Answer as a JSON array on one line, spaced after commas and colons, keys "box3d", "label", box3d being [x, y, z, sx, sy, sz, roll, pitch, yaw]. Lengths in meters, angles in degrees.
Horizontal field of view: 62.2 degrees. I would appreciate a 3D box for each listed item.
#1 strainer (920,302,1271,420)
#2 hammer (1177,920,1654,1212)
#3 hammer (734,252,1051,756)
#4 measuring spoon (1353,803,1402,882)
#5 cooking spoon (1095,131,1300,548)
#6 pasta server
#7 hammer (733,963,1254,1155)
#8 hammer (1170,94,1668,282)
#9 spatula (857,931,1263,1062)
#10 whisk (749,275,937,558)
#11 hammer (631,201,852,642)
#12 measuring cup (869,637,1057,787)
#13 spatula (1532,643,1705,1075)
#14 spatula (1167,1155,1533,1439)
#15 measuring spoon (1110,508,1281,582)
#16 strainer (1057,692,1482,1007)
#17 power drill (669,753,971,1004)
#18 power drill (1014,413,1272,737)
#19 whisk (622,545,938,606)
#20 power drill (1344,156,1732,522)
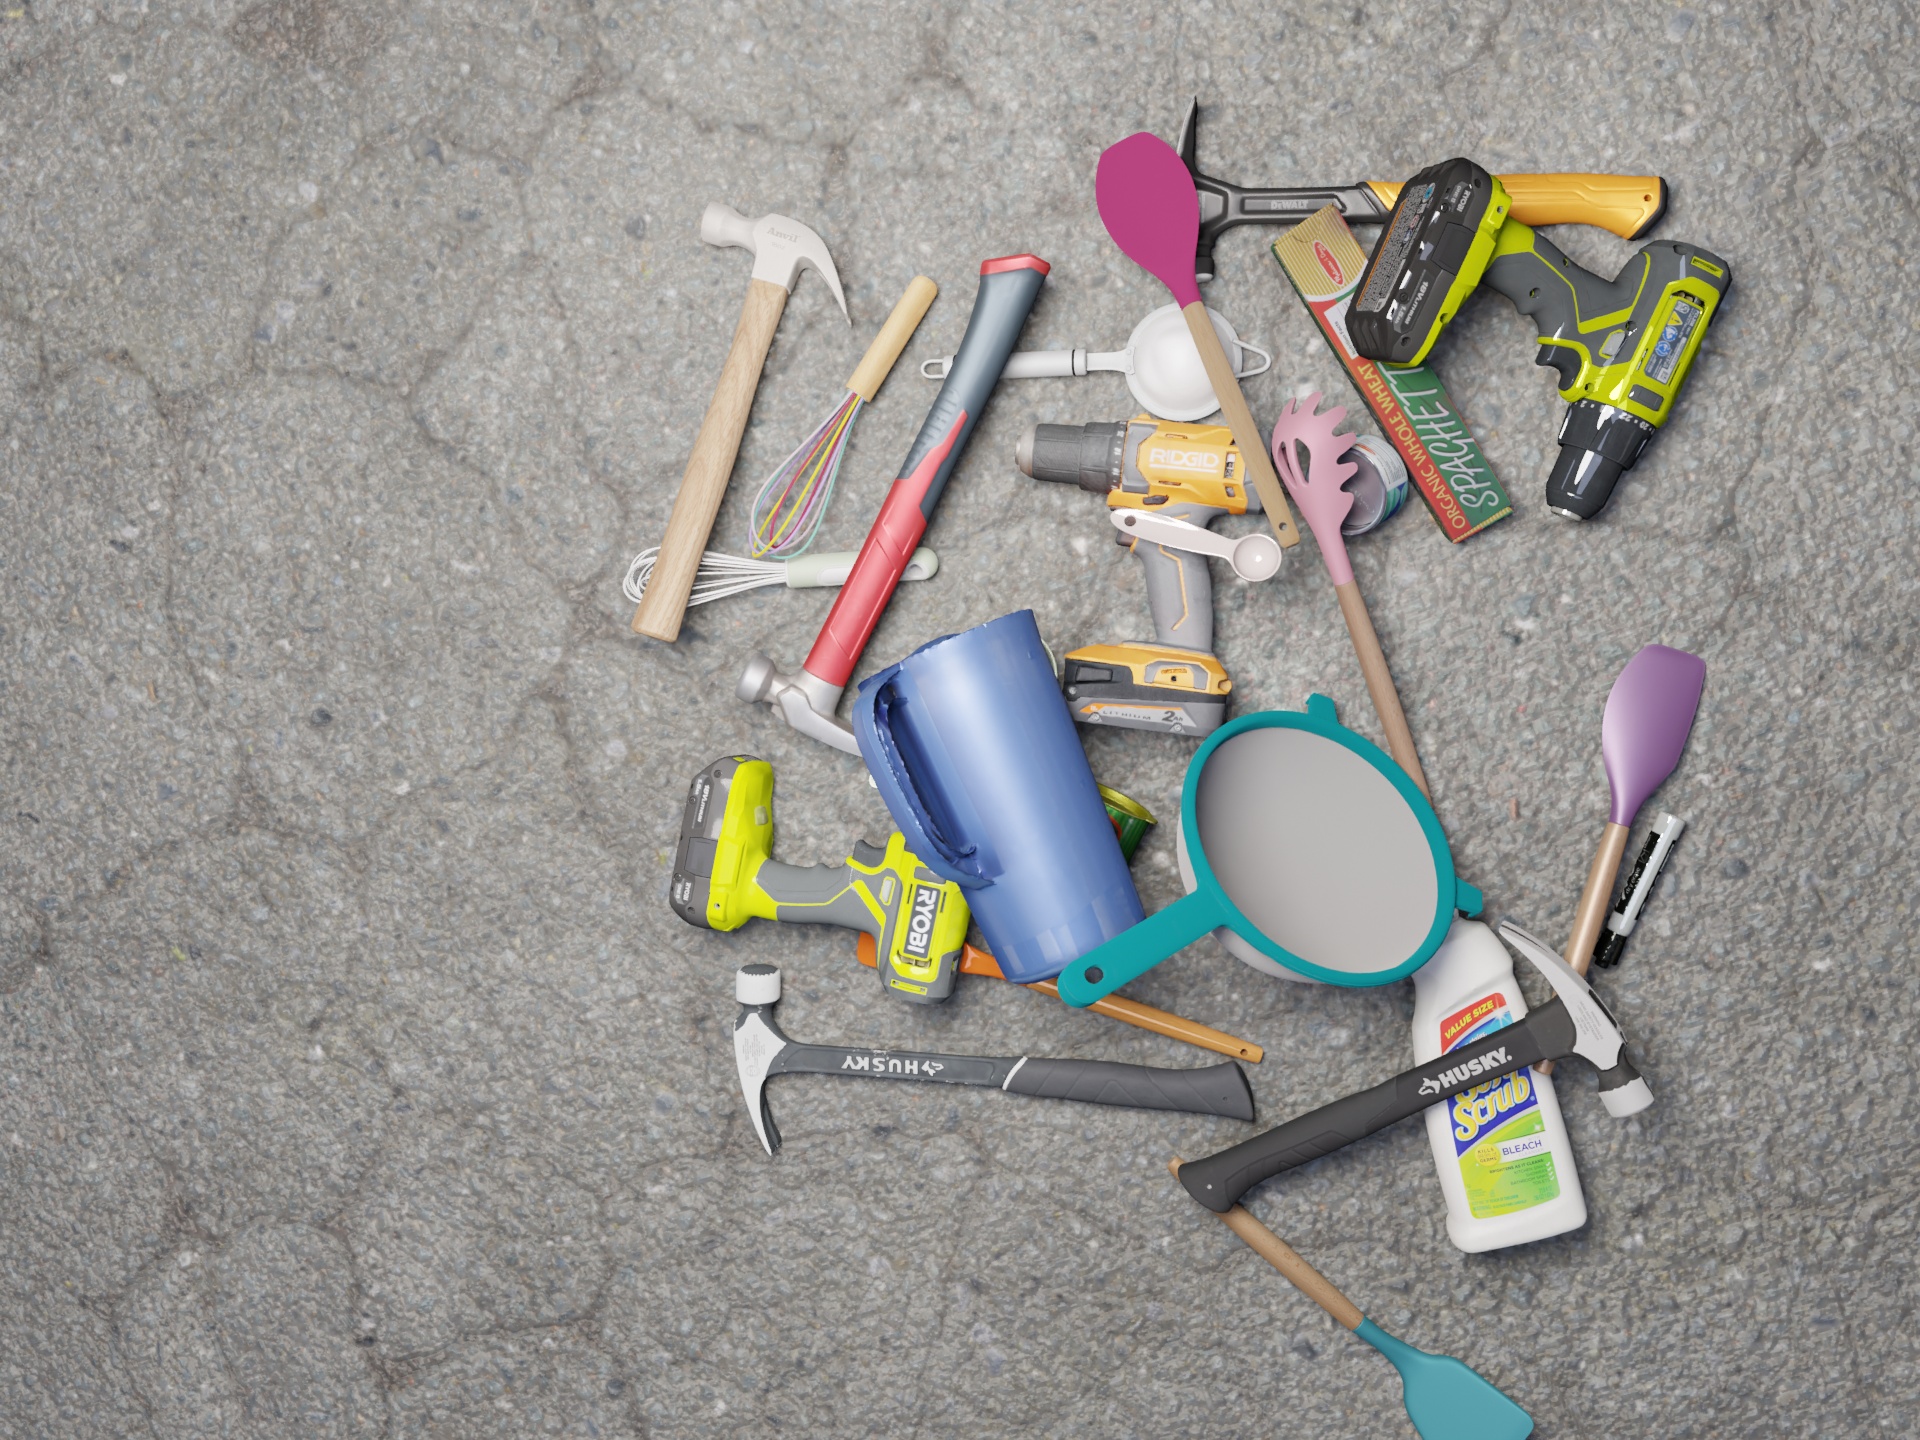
[{"box3d": [0.095, -0.262, 1.167, 0.258, 0.050, 0.087, 0, 90, 13], "label": "strainer"}, {"box3d": [0.302, 0.269, 1.138, 0.335, 0.035, 0.146, -31, 81, 23], "label": "hammer"}, {"box3d": [-0.022, -0.155, 1.166, 0.143, 0.038, 0.386, 26, 104, -7], "label": "hammer"}, {"box3d": [0.305, 0.115, 1.181, 0.021, 0.011, 0.117, 20, 99, 8], "label": "measuring spoon"}, {"box3d": [0.172, -0.267, 1.116, 0.069, 0.017, 0.319, -23, 81, 15], "label": "cooking spoon"}, {"box3d": [0.286, -0.078, 1.133, 0.060, 0.040, 0.316, -4, 114, 51], "label": "pasta server"}, {"box3d": [0.022, 0.278, 1.237, 0.409, 0.036, 0.149, 3, 97, 10], "label": "hammer"}, {"box3d": [0.317, -0.372, 1.117, 0.337, 0.034, 0.127, 3, 97, 10], "label": "hammer"}, {"box3d": [0.076, 0.203, 1.227, 0.322, 0.041, 0.081, 18, 97, 4], "label": "spatula"}, {"box3d": [-0.087, -0.224, 1.189, 0.051, 0.047, 0.245, 32, 91, 5], "label": "whisk"}, {"box3d": [-0.176, -0.218, 1.193, 0.130, 0.031, 0.331, 17, 87, 7], "label": "hammer"}, {"box3d": [-0.002, -0.004, 1.189, 0.167, 0.038, 0.083, -39, 87, -6], "label": "measuring cup"}, {"box3d": [0.456, 0.098, 1.126, 0.060, 0.018, 0.316, 17, 88, 8], "label": "spatula"}, {"box3d": [0.281, 0.442, 1.203, 0.317, 0.044, 0.082, 40, 104, 5], "label": "spatula"}, {"box3d": [0.163, -0.124, 1.110, 0.124, 0.018, 0.034, 19, 80, 16], "label": "measuring spoon"}, {"box3d": [0.185, 0.126, 1.090, 0.211, 0.340, 0.095, 55, 147, 16], "label": "strainer"}, {"box3d": [-0.096, 0.105, 1.208, 0.223, 0.080, 0.171, 12, 94, 13], "label": "power drill"}, {"box3d": [0.122, -0.109, 1.158, 0.185, 0.084, 0.226, 7, 93, 9], "label": "power drill"}, {"box3d": [-0.139, -0.113, 1.221, 0.246, 0.059, 0.057, -3, 134, 6], "label": "whisk"}, {"box3d": [0.382, -0.255, 1.069, 0.228, 0.080, 0.190, 21, 100, -13], "label": "power drill"}]
